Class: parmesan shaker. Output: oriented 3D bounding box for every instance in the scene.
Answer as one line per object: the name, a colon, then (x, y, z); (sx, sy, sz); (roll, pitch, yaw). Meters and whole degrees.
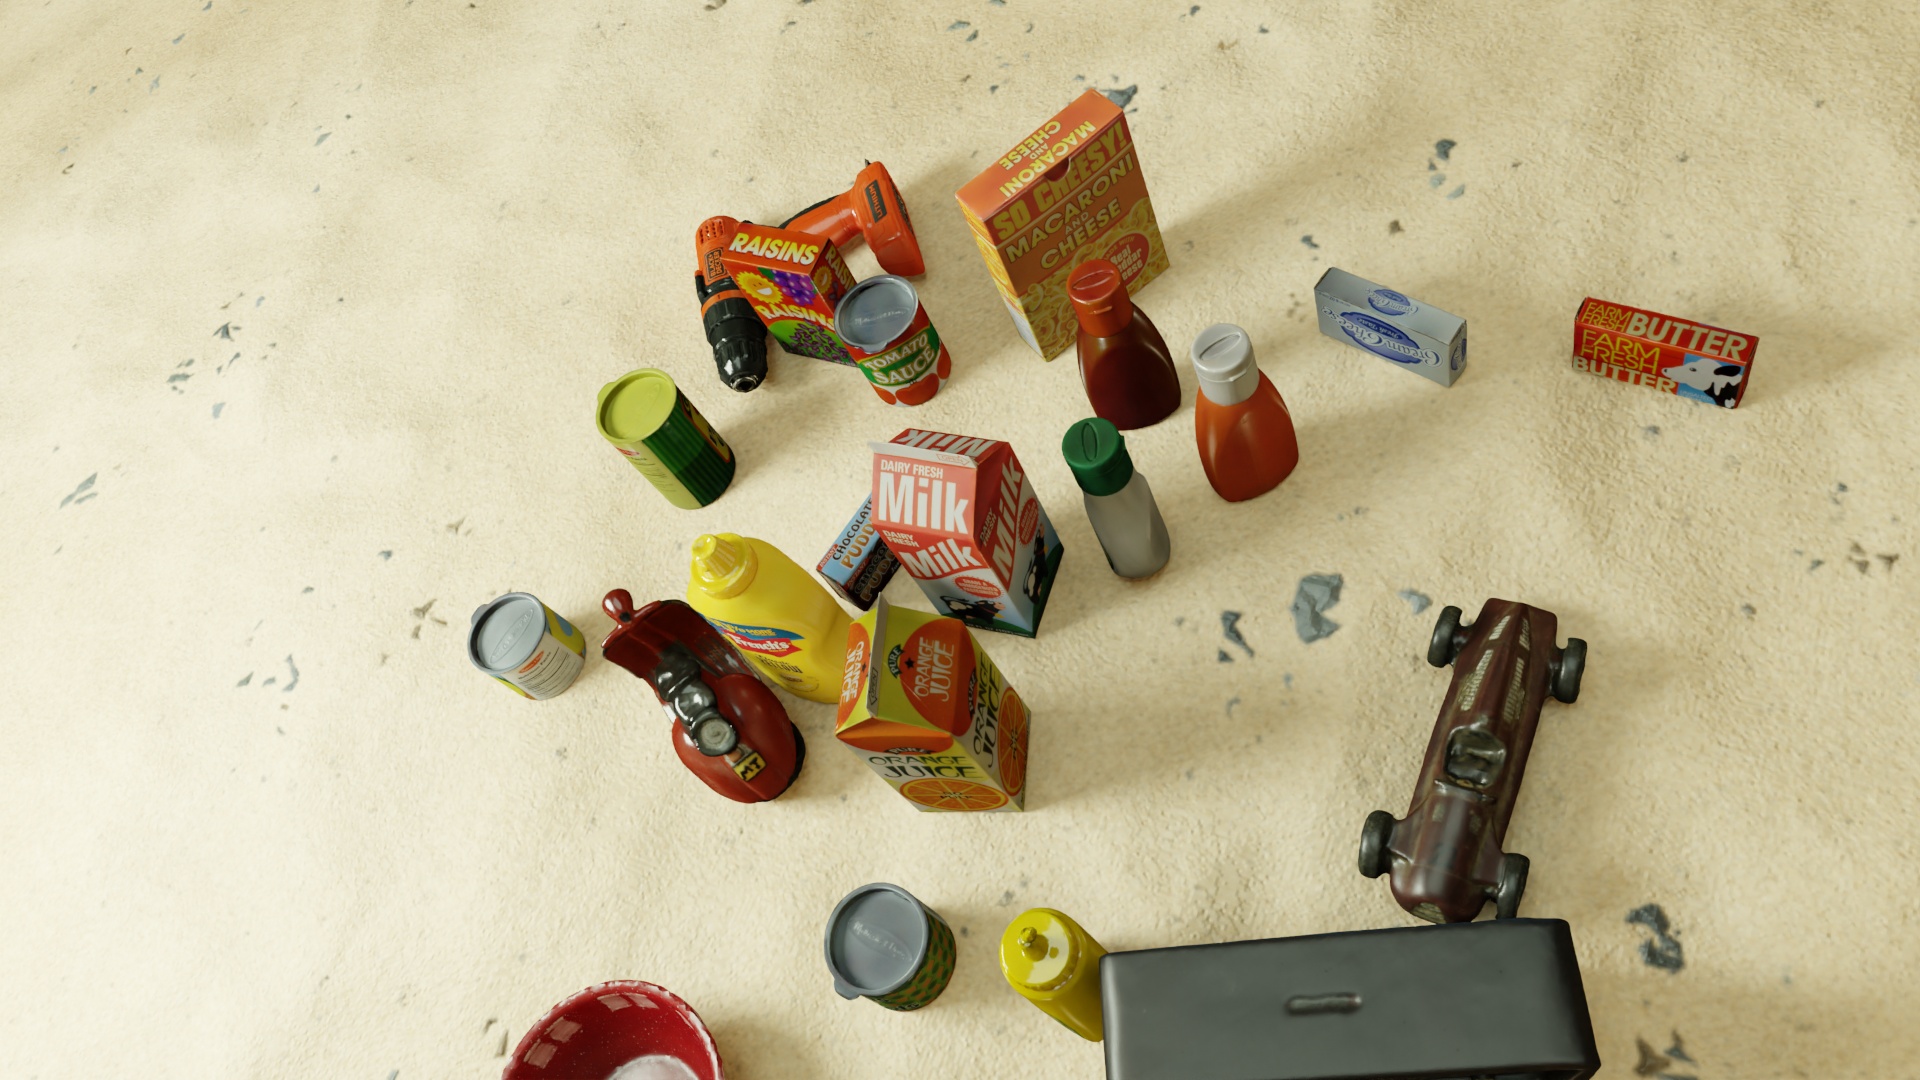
parmesan shaker: (-0.225, -0.077, 1.064); (0.071, 0.102, 0.071); (-9, 60, 16)

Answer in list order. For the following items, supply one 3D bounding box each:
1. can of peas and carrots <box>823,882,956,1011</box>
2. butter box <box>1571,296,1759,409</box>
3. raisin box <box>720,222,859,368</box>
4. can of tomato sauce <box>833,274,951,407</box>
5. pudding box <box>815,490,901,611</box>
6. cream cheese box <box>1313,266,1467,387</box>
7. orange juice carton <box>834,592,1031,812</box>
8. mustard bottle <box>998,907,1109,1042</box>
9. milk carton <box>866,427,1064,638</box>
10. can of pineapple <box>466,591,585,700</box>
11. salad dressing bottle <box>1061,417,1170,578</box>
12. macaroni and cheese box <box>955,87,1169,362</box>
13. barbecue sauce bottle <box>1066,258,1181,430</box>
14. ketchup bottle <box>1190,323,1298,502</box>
can of peas and carrots: (-0.043, 0.249, 0.842); (0.071, 0.058, 0.071); (-9, 60, 15)
butter box: (0.441, -0.118, 0.875); (0.103, 0.053, 0.024); (22, 72, 29)
raisin box: (-0.119, -0.189, 1.075); (0.086, 0.123, 0.040); (16, 69, 27)
can of tomato sauce: (-0.049, -0.148, 1.052); (0.071, 0.083, 0.071); (-9, 60, 16)
pudding box: (-0.062, 0.003, 0.992); (0.030, 0.049, 0.084); (28, 75, 30)
cream cheese box: (0.292, -0.145, 0.944); (0.104, 0.053, 0.024); (31, 77, 31)
orange juice carton: (-0.019, 0.102, 0.835); (0.073, 0.192, 0.072); (-4, 62, 18)
mustard bottle: (0.052, 0.231, 0.757); (0.065, 0.159, 0.049); (34, 78, 31)
milk carton: (0.003, -0.011, 0.892); (0.072, 0.190, 0.074); (9, 66, 24)
can of pineapple: (-0.325, 0.078, 1.040); (0.071, 0.057, 0.071); (-9, 60, 15)
salad dressing bottle: (0.100, -0.027, 0.891); (0.044, 0.147, 0.064); (-11, 59, 14)
macaroni and cheese box: (0.078, -0.221, 0.996); (0.124, 0.166, 0.040); (-39, 57, -4)
barbecue sauce bottle: (0.107, -0.132, 0.946); (0.065, 0.148, 0.044); (-18, 58, 10)
ketchup bottle: (0.179, -0.082, 0.892); (0.065, 0.148, 0.044); (-32, 57, 1)
